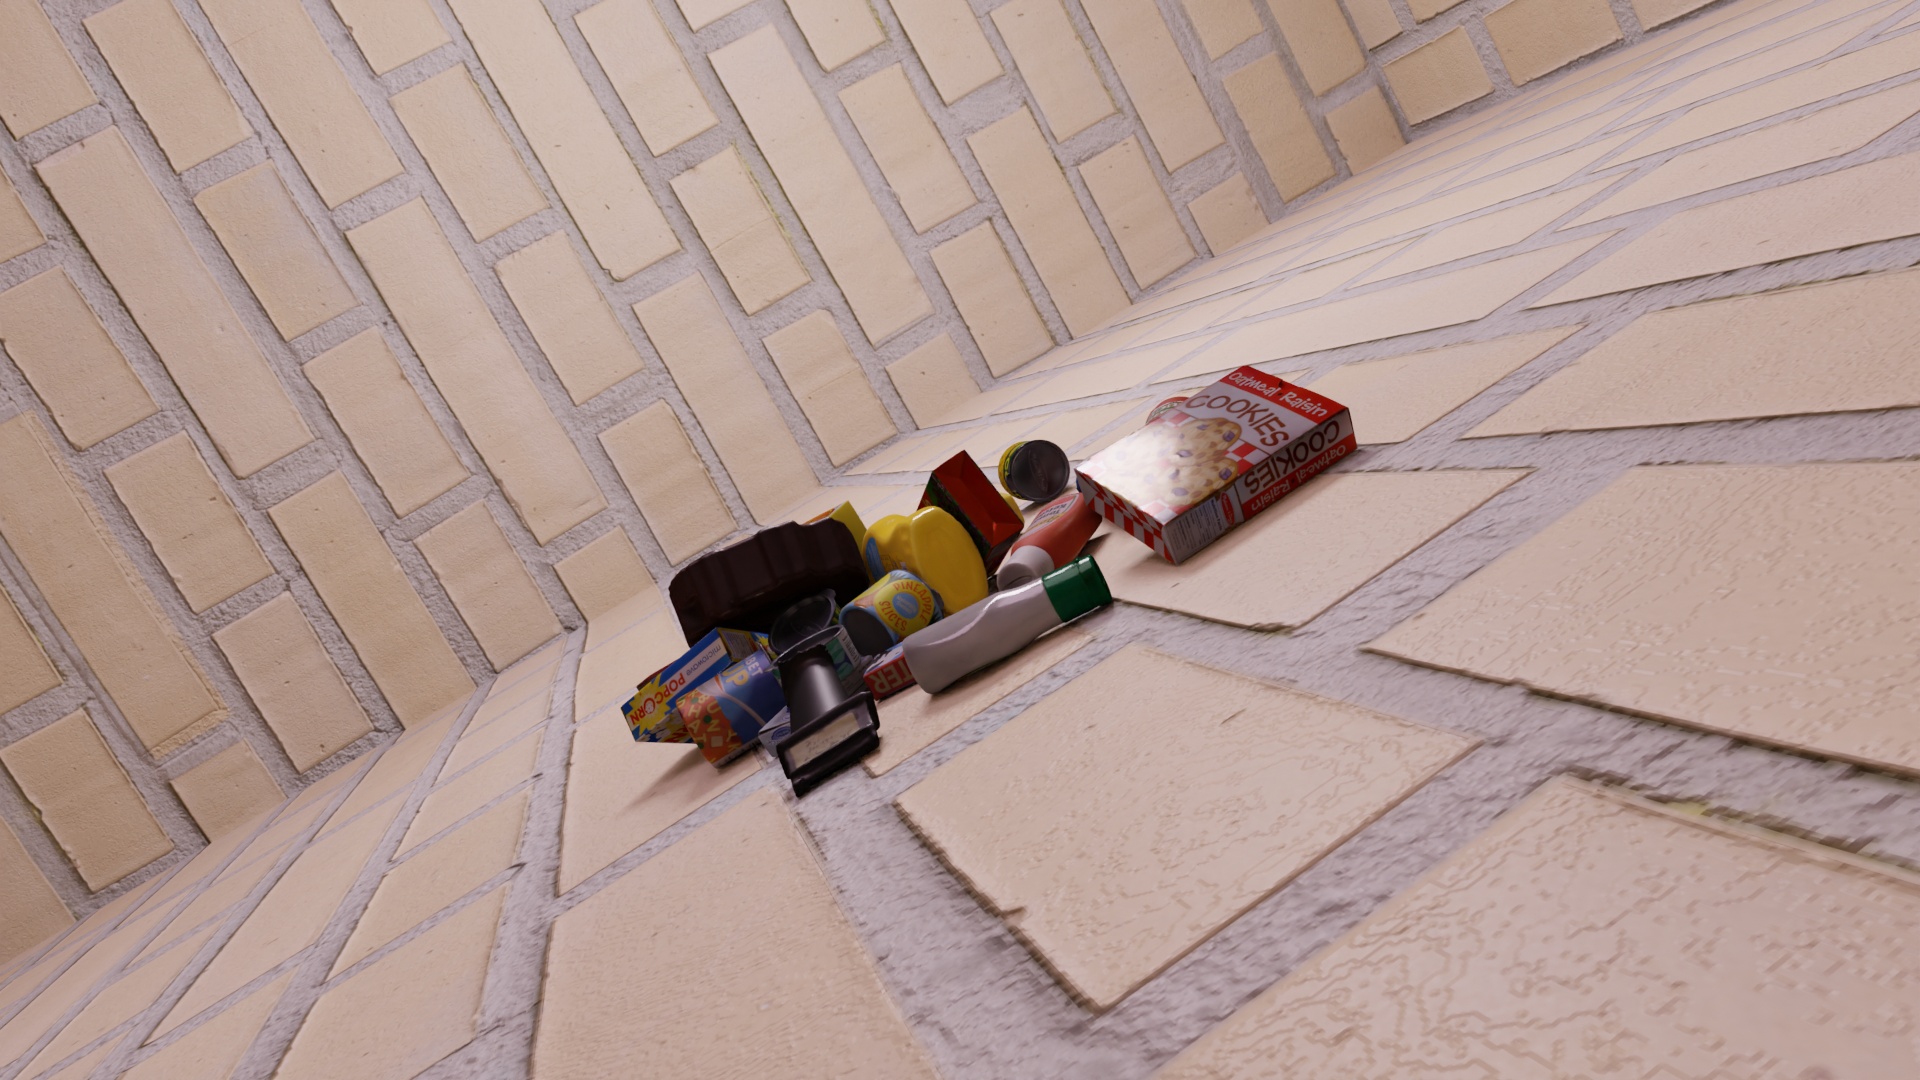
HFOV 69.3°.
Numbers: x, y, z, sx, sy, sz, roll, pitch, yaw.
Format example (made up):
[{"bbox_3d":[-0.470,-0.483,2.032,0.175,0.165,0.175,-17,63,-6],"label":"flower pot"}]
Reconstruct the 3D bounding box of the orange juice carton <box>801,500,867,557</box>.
[{"bbox_3d":[-0.180,0.038,1.393,0.192,0.073,0.072,-25,12,29],"label":"orange juice carton"}]

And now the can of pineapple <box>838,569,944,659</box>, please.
[{"bbox_3d":[-0.056,0.065,1.127,0.071,0.071,0.058,-19,14,49],"label":"can of pineapple"}]

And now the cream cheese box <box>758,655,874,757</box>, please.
[{"bbox_3d":[-0.108,0.127,1.081,0.053,0.024,0.104,-24,10,33],"label":"cream cheese box"}]

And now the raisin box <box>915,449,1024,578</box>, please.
[{"bbox_3d":[0.004,-0.015,1.210,0.040,0.086,0.123,-35,-11,-21],"label":"raisin box"}]

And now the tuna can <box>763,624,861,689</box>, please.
[{"bbox_3d":[-0.115,0.097,1.080,0.071,0.033,0.071,-28,9,5],"label":"tuna can"}]

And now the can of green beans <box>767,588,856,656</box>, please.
[{"bbox_3d":[-0.118,0.087,1.162,0.071,0.057,0.071,-23,36,18],"label":"can of green beans"}]

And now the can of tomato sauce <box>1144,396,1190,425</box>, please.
[{"bbox_3d":[0.189,-0.088,1.201,0.071,0.071,0.083,-27,9,17],"label":"can of tomato sauce"}]

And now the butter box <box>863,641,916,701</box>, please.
[{"bbox_3d":[-0.022,0.083,1.057,0.103,0.024,0.053,-27,8,13],"label":"butter box"}]

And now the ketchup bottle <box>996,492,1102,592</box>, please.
[{"bbox_3d":[0.069,0.008,1.129,0.064,0.043,0.149,-30,8,28],"label":"ketchup bottle"}]

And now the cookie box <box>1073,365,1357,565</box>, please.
[{"bbox_3d":[0.186,-0.061,1.022,0.168,0.040,0.123,-31,32,-13],"label":"cookie box"}]

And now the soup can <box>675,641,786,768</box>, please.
[{"bbox_3d":[-0.179,0.133,1.124,0.084,0.071,0.071,-31,9,-8],"label":"soup can"}]

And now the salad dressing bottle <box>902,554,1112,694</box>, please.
[{"bbox_3d":[0.033,0.057,0.974,0.147,0.044,0.064,-27,7,10],"label":"salad dressing bottle"}]

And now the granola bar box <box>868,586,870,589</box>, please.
[{"bbox_3d":[-0.128,0.067,1.429,0.165,0.039,0.125,-23,12,34],"label":"granola bar box"}]

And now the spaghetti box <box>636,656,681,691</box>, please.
[{"bbox_3d":[-0.222,0.113,1.381,0.249,0.050,0.029,-29,8,29],"label":"spaghetti box"}]

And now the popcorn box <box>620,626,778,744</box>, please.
[{"bbox_3d":[-0.217,0.127,1.196,0.126,0.038,0.085,-38,-25,20],"label":"popcorn box"}]

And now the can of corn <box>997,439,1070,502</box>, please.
[{"bbox_3d":[0.075,-0.074,1.485,0.071,0.071,0.058,-31,8,-9],"label":"can of corn"}]

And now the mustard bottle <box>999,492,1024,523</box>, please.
[{"bbox_3d":[-0.012,0.010,1.355,0.161,0.048,0.065,-34,10,-23],"label":"mustard bottle"}]

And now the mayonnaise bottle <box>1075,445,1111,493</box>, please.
[{"bbox_3d":[0.131,-0.051,1.217,0.041,0.064,0.148,-34,6,-2],"label":"mayonnaise bottle"}]
